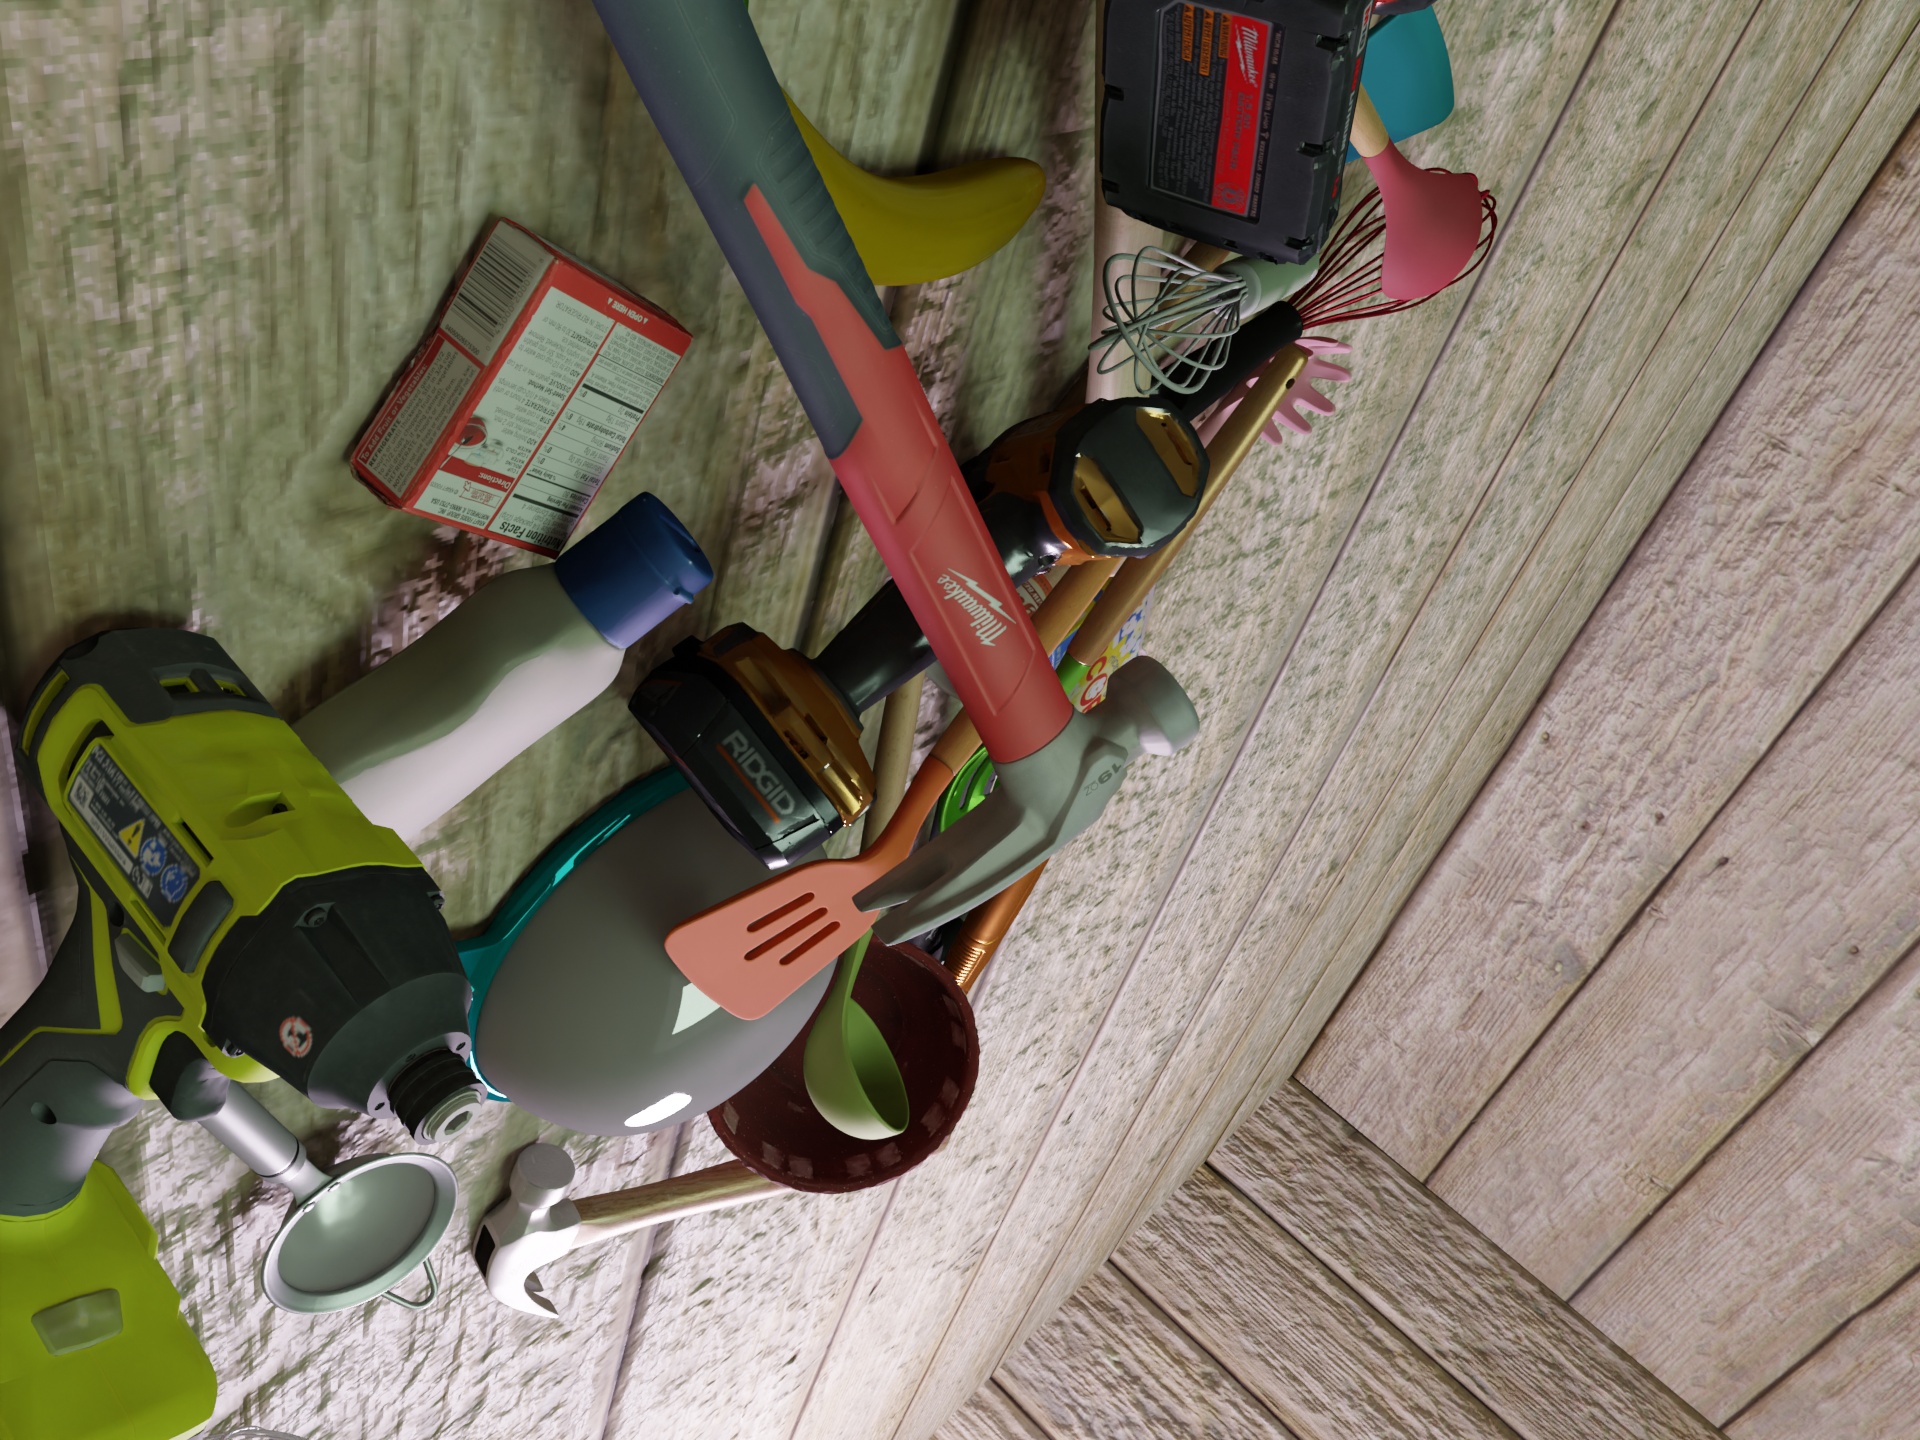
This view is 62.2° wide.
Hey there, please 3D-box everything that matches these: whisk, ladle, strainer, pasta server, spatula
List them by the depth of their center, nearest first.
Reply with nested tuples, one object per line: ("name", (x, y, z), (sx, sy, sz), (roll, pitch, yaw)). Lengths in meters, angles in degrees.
("strainer", (-0.267, 0.174, 0.631), (0.087, 0.050, 0.258), (-38, 148, -21))
("whisk", (0.112, -0.180, 0.668), (0.058, 0.059, 0.246), (-29, -174, 33))
("strainer", (-0.155, 0.123, 0.692), (0.211, 0.095, 0.340), (-58, 158, 16))
("spatula", (-0.001, -0.002, 0.703), (0.323, 0.041, 0.080), (-52, 141, -16))
("ladle", (0.178, -0.278, 0.720), (0.069, 0.031, 0.315), (-50, 143, 10))
("spatula", (0.115, -0.208, 0.768), (0.317, 0.044, 0.082), (-50, 147, 0))
("ladle", (-0.033, 0.078, 0.812), (0.078, 0.062, 0.320), (-98, -163, -65))
("whisk", (0.192, -0.227, 0.869), (0.296, 0.073, 0.073), (-36, 153, -22))
("pasta server", (0.105, -0.121, 0.888), (0.316, 0.040, 0.060), (-42, 147, -19))

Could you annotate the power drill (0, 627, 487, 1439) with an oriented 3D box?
("power drill", (-0.228, 0.110, 0.443), (0.223, 0.171, 0.080), (-55, 157, 16))

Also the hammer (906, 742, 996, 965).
("hammer", (-0.011, 0.076, 0.947), (0.146, 0.035, 0.334), (-35, 156, -34))

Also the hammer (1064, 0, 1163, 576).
("hammer", (0.074, -0.210, 0.649), (0.146, 0.038, 0.410), (-53, 159, -27))

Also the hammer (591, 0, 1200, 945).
("hammer", (-0.042, -0.088, 0.472), (0.143, 0.038, 0.385), (-36, 130, -9))

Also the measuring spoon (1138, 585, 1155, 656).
("measuring spoon", (0.108, -0.069, 1.009), (0.034, 0.018, 0.124), (-33, 144, -34))

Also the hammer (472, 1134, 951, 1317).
("hammer", (-0.134, 0.279, 0.955), (0.331, 0.031, 0.130), (-1, 129, -44))

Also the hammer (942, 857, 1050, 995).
("hammer", (0.007, 0.157, 1.029), (0.127, 0.034, 0.336), (-24, 148, -50))

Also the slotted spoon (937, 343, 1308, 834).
("slotted spoon", (0.074, -0.052, 0.789), (0.070, 0.031, 0.313), (2, 130, -48))

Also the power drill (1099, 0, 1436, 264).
("power drill", (0.130, -0.287, 0.529), (0.227, 0.080, 0.187), (-58, 161, -27))

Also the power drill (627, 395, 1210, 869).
("power drill", (-0.023, -0.048, 0.652), (0.226, 0.084, 0.185), (-39, -165, -11))

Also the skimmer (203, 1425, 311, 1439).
("skimmer", (-0.358, 0.331, 0.628), (0.127, 0.090, 0.363), (-19, 154, 5))
